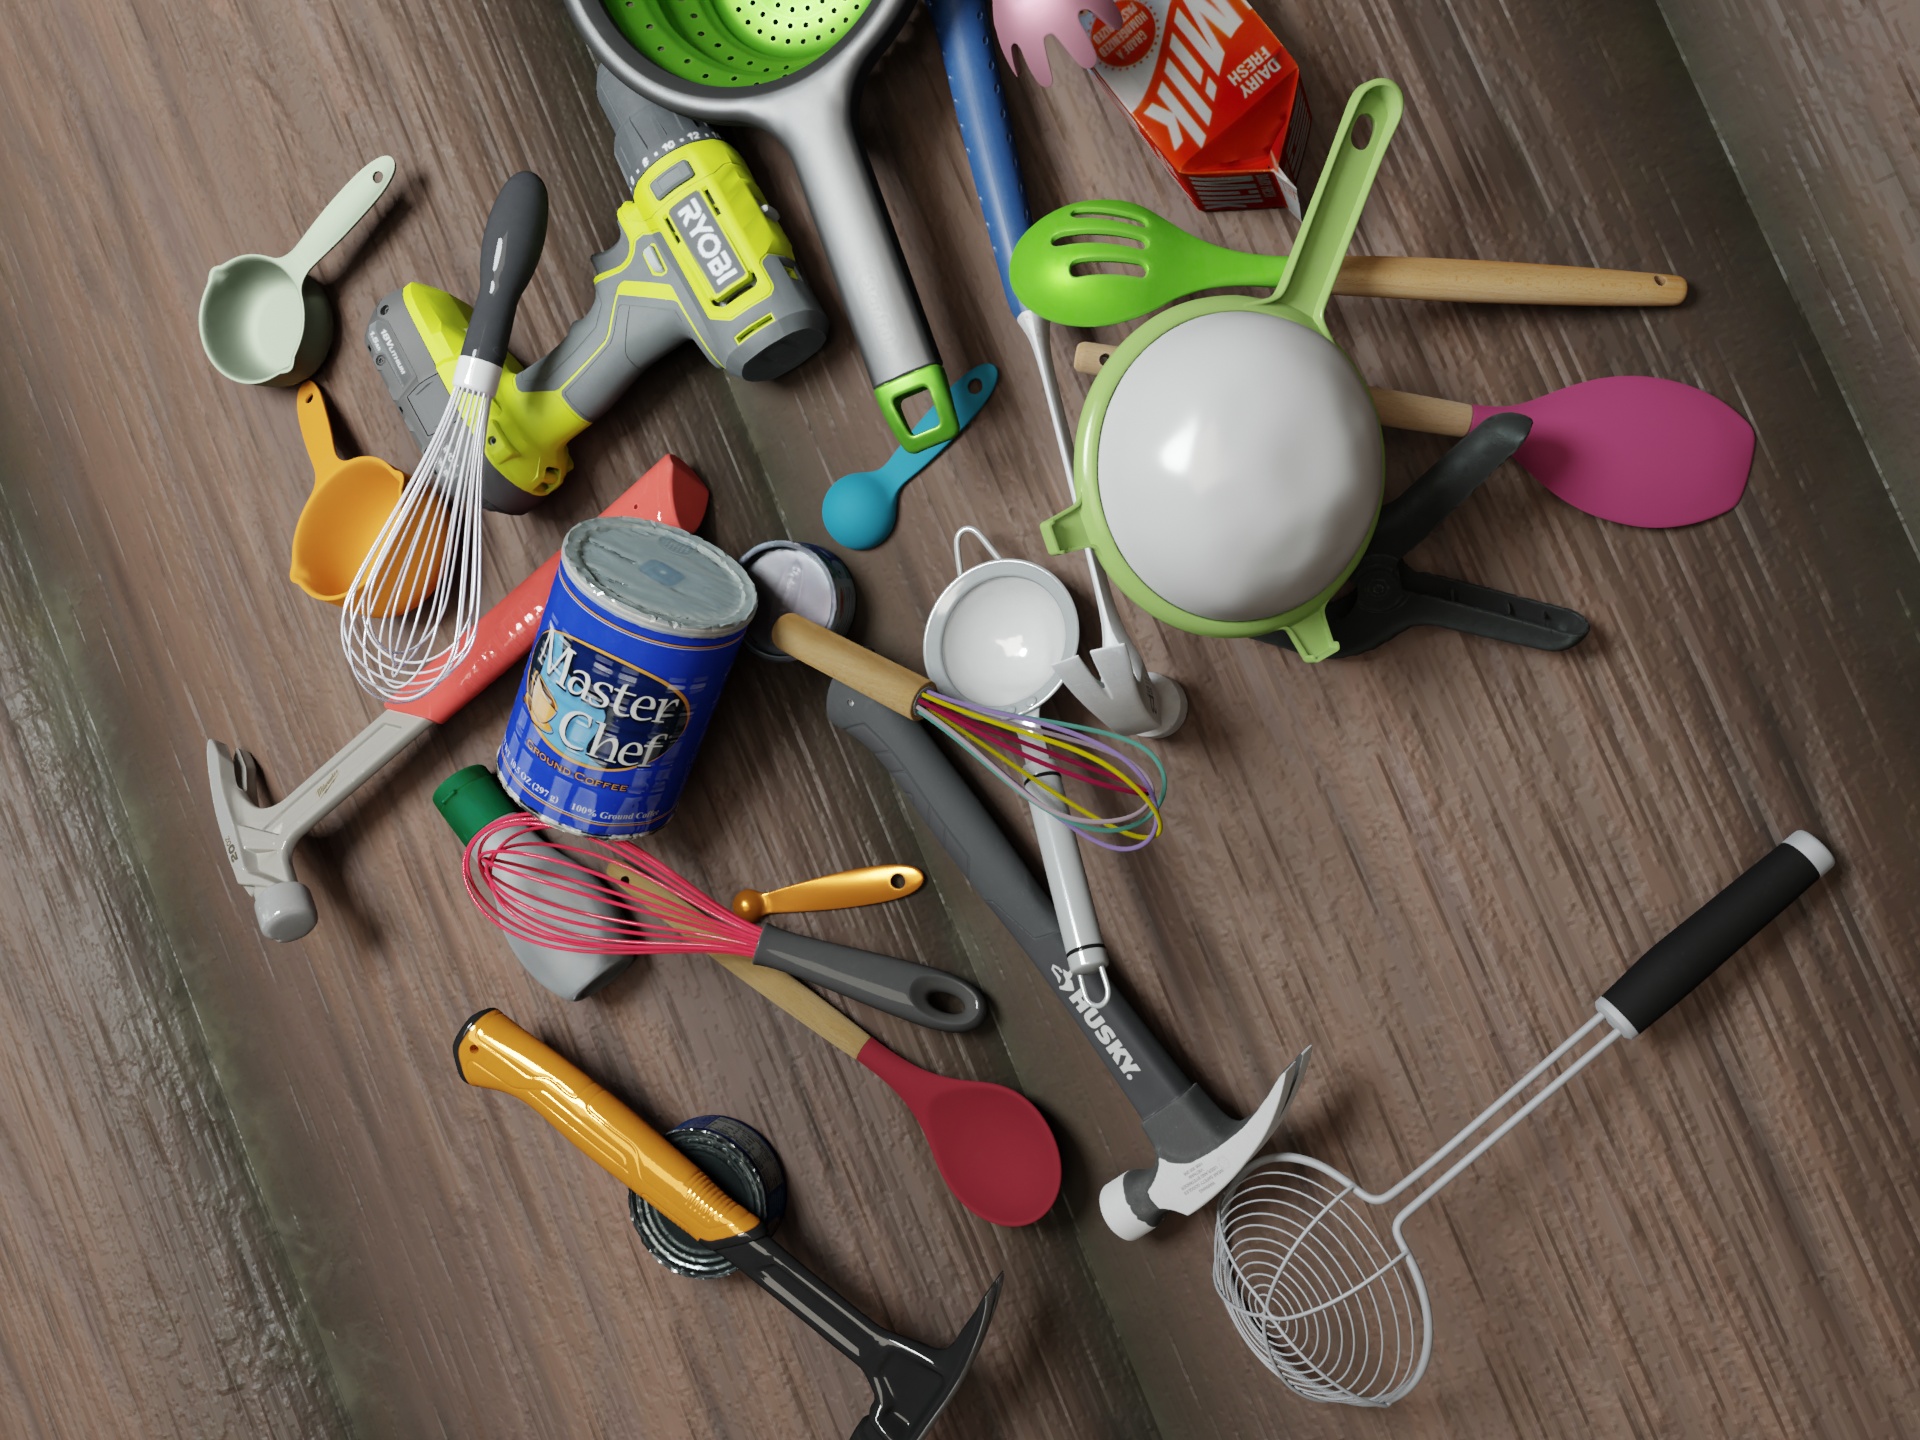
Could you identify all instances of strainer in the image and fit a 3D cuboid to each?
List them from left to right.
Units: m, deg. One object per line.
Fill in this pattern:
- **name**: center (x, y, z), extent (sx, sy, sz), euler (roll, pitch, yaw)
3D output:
- **strainer**: center (0.038, 0.021, 0.798), extent (0.087, 0.050, 0.259), euler (-22, 64, 19)
- **strainer**: center (0.148, -0.158, 0.677), extent (0.151, 0.069, 0.256), euler (21, 90, -18)

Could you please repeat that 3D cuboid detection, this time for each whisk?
- **whisk**: center (-0.258, -0.146, 0.823), extent (0.070, 0.070, 0.284), euler (14, 89, 16)
- **whisk**: center (-0.127, 0.115, 0.860), extent (0.296, 0.073, 0.073), euler (17, 98, 1)
- **whisk**: center (-0.001, -0.004, 0.778), extent (0.245, 0.047, 0.051), euler (27, 90, 31)

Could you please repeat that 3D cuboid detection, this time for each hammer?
- **hammer**: center (-0.292, -0.033, 0.919), extent (0.359, 0.036, 0.149), euler (-39, 58, 10)
- **hammer**: center (-0.139, 0.259, 0.865), extent (0.337, 0.034, 0.127), euler (34, 103, 13)
- **hammer**: center (0.039, 0.098, 0.825), extent (0.146, 0.035, 0.335), euler (-44, 77, 33)
- **hammer**: center (0.038, -0.191, 0.785), extent (0.035, 0.144, 0.405), euler (-15, 82, 16)

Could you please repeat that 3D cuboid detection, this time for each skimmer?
- **skimmer**: center (0.271, 0.188, 0.772), extent (0.363, 0.090, 0.127), euler (-42, 61, 4)

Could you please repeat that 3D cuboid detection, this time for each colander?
- **colander**: center (-0.071, -0.328, 0.819), extent (0.204, 0.094, 0.397), euler (-19, 92, 17)

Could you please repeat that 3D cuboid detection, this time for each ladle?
- **ladle**: center (-0.075, 0.168, 0.881), extent (0.315, 0.031, 0.069), euler (33, 100, 15)

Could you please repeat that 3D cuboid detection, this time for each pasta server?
- **pasta server**: center (0.033, -0.438, 0.757), extent (0.060, 0.040, 0.316), euler (-15, 64, 26)

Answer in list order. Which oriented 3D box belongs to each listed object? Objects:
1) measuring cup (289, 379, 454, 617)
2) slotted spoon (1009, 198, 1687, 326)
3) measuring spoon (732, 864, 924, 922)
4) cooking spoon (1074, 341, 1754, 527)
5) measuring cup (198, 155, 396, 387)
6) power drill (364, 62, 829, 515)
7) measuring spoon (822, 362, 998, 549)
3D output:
- **measuring cup**: center (-0.354, -0.135, 0.944), extent (0.095, 0.052, 0.174), euler (-38, 58, 15)
- **slotted spoon**: center (0.180, -0.207, 0.733), extent (0.313, 0.031, 0.070), euler (2, 68, -3)
- **measuring spoon**: center (-0.075, 0.096, 0.884), extent (0.117, 0.011, 0.021), euler (-11, 90, 17)
- **cooking spoon**: center (0.210, -0.143, 0.740), extent (0.319, 0.017, 0.068), euler (10, 98, 0)
- **measuring cup**: center (-0.381, -0.268, 0.945), extent (0.167, 0.038, 0.083), euler (-43, 81, 13)
- **power drill**: center (-0.206, -0.237, 0.873), extent (0.228, 0.080, 0.190), euler (-31, 84, 14)
- **measuring spoon**: center (-0.028, -0.143, 0.850), extent (0.128, 0.021, 0.042), euler (-45, 81, 16)
